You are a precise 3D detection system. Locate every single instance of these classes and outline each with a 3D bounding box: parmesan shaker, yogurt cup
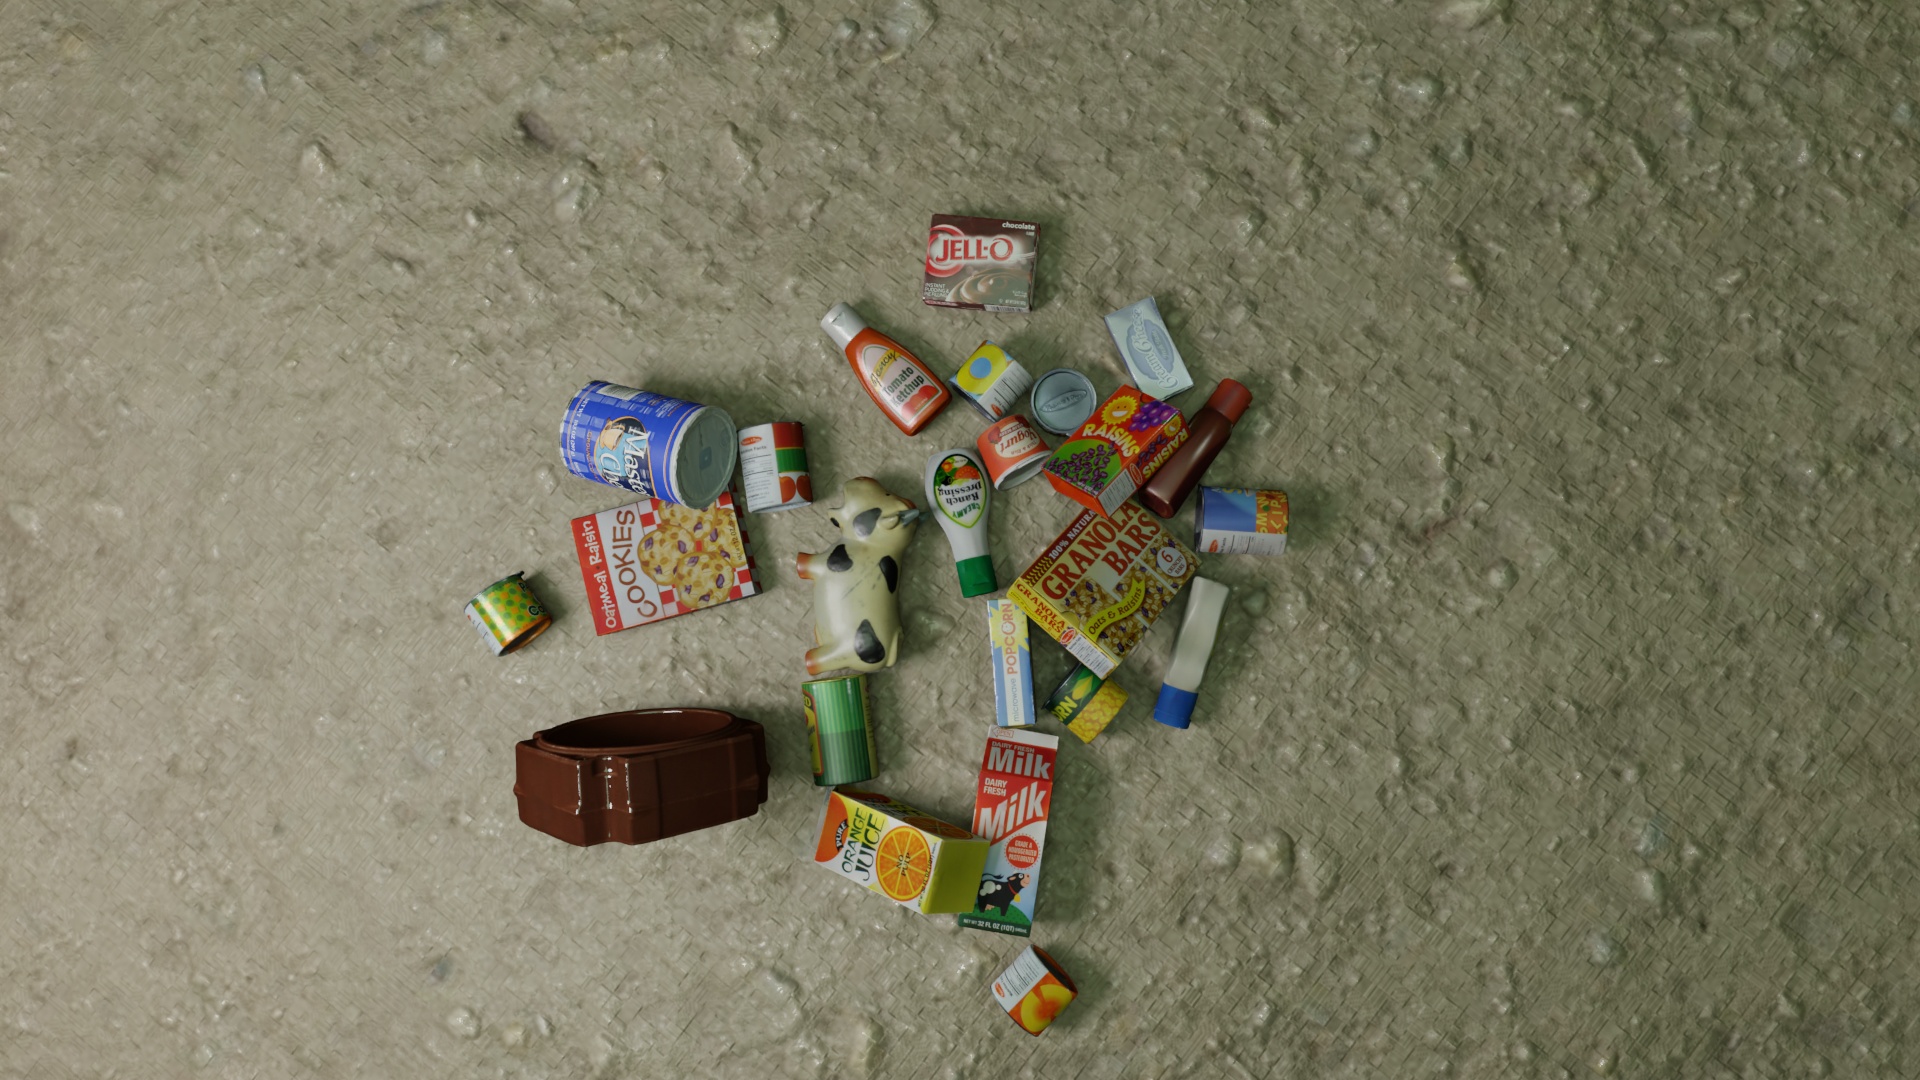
[{"bbox_3d":[-0.119,0.187,1.374,0.071,0.071,0.103,-8,86,3],"label":"parmesan shaker"},{"bbox_3d":[0.052,-0.090,1.386,0.072,0.072,0.054,-31,78,2],"label":"yogurt cup"}]

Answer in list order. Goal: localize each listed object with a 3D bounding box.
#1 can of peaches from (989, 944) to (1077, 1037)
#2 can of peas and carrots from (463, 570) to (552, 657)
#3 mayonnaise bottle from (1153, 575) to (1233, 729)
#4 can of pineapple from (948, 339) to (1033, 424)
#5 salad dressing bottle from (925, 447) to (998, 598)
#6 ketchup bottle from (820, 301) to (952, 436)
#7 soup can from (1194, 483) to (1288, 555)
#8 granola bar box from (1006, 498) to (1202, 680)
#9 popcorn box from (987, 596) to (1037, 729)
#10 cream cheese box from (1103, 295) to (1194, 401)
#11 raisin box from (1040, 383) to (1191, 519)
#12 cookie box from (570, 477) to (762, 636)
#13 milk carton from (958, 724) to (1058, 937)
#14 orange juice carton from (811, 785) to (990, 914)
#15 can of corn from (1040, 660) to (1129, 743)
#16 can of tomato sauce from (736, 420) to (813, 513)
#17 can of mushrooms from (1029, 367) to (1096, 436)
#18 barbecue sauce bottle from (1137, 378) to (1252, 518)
[{"bbox_3d":[0.073,0.438,1.351,0.071,0.071,0.058,43,90,5],"label":"can of peaches"},{"bbox_3d":[-0.455,0.075,1.405,0.071,0.071,0.059,-37,86,1],"label":"can of peas and carrots"},{"bbox_3d":[0.228,0.110,1.364,0.041,0.065,0.148,17,92,7],"label":"mayonnaise bottle"},{"bbox_3d":[0.029,-0.160,1.390,0.071,0.071,0.058,41,89,5],"label":"can of pineapple"},{"bbox_3d":[0.005,-0.017,1.392,0.064,0.044,0.147,-12,86,-9],"label":"salad dressing bottle"},{"bbox_3d":[-0.079,-0.177,1.409,0.065,0.043,0.149,-44,85,0],"label":"ketchup bottle"},{"bbox_3d":[0.276,-0.022,1.367,0.084,0.071,0.071,3,87,3],"label":"soup can"},{"bbox_3d":[0.141,0.035,1.340,0.124,0.039,0.166,41,54,5],"label":"granola bar box"},{"bbox_3d":[0.052,0.118,1.361,0.038,0.085,0.126,-5,87,5],"label":"popcorn box"},{"bbox_3d":[0.190,-0.190,1.402,0.053,0.024,0.104,-25,85,2],"label":"cream cheese box"},{"bbox_3d":[0.151,-0.089,1.353,0.123,0.040,0.086,-44,41,-11],"label":"raisin box"},{"bbox_3d":[-0.299,0.017,1.411,0.167,0.040,0.123,-15,86,3],"label":"cookie box"},{"bbox_3d":[0.048,0.280,1.357,0.072,0.073,0.190,9,87,4],"label":"milk carton"},{"bbox_3d":[-0.072,0.294,1.341,0.193,0.073,0.072,13,88,41],"label":"orange juice carton"},{"bbox_3d":[0.122,0.158,1.363,0.058,0.071,0.071,41,90,4],"label":"can of corn"},{"bbox_3d":[-0.185,-0.074,1.399,0.071,0.071,0.083,-9,87,3],"label":"can of tomato sauce"},{"bbox_3d":[0.104,-0.136,1.400,0.071,0.033,0.071,0,86,3],"label":"can of mushrooms"},{"bbox_3d":[0.234,-0.093,1.377,0.044,0.064,0.149,35,81,12],"label":"barbecue sauce bottle"}]
